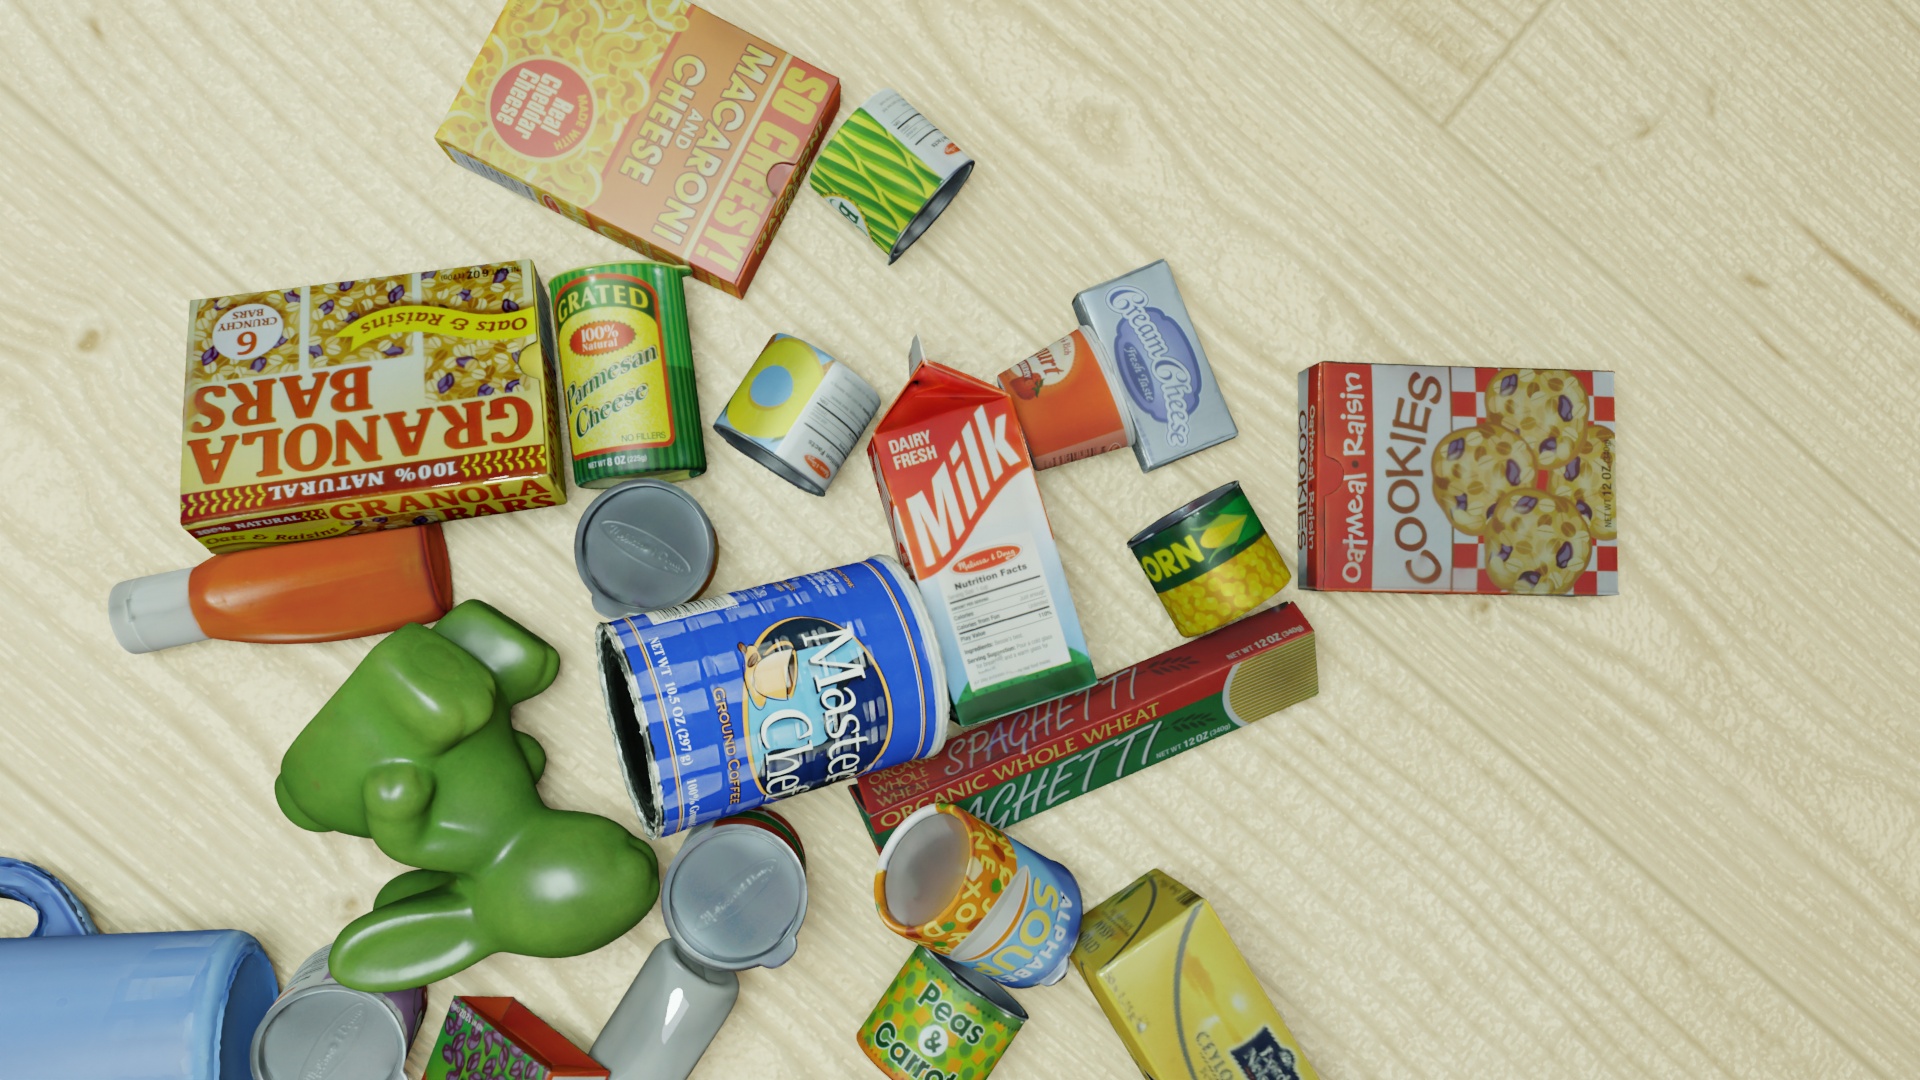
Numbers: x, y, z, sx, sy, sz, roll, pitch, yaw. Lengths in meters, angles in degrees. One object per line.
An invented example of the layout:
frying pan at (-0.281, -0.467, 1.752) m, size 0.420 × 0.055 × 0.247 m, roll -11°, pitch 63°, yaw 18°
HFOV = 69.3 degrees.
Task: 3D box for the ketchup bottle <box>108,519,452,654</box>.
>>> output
ketchup bottle at (-0.330, 0.022, 0.677) m, size 0.149 × 0.043 × 0.065 m, roll -12°, pitch 81°, yaw -7°

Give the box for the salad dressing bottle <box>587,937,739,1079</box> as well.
salad dressing bottle at (-0.164, 0.266, 0.673) m, size 0.044 × 0.064 × 0.147 m, roll 32°, pitch 91°, yaw -24°

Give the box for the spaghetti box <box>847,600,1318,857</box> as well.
spaghetti box at (0.067, 0.101, 0.714) m, size 0.250 × 0.029 × 0.050 m, roll -21°, pitch 128°, yaw -8°

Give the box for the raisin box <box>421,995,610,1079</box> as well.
raisin box at (-0.224, 0.290, 0.651) m, size 0.086 × 0.040 × 0.123 m, roll 15°, pitch 82°, yaw 38°

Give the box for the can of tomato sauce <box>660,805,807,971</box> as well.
can of tomato sauce at (-0.106, 0.166, 0.673) m, size 0.071 × 0.083 × 0.071 m, roll 0°, pitch 86°, yaw -7°

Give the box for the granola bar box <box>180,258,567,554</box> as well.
granola bar box at (-0.282, -0.067, 0.672) m, size 0.166 × 0.039 × 0.124 m, roll -9°, pitch 66°, yaw -7°

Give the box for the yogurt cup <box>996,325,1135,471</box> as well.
yogurt cup at (0.053, -0.071, 0.720) m, size 0.054 × 0.072 × 0.072 m, roll -23°, pitch 89°, yaw 1°

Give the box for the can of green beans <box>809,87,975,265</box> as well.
can of green beans at (-0.036, -0.189, 0.716) m, size 0.058 × 0.071 × 0.071 m, roll 41°, pitch 83°, yaw -2°

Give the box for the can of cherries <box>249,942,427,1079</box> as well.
can of cherries at (-0.289, 0.231, 0.655) m, size 0.071 × 0.058 × 0.071 m, roll -1°, pitch 96°, yaw -11°

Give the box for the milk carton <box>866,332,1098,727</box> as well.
milk carton at (0.003, -0.009, 0.704) m, size 0.073 × 0.072 × 0.190 m, roll -17°, pitch 89°, yaw -7°

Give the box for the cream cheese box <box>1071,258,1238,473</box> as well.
cream cheese box at (0.104, -0.093, 0.746) m, size 0.053 × 0.024 × 0.104 m, roll -22°, pitch 89°, yaw -8°

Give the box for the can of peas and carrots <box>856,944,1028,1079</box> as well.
can of peas and carrots at (-0.009, 0.240, 0.685) m, size 0.071 × 0.071 × 0.059 m, roll 36°, pitch 84°, yaw -3°

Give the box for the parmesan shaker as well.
parmesan shaker at (-0.162, -0.081, 0.692) m, size 0.071 × 0.071 × 0.103 m, roll -8°, pitch 87°, yaw -7°

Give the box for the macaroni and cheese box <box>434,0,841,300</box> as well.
macaroni and cheese box at (-0.163, -0.216, 0.716) m, size 0.166 × 0.040 × 0.124 m, roll 26°, pitch 84°, yaw -4°

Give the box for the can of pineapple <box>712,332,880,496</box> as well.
can of pineapple at (-0.083, -0.064, 0.702) m, size 0.071 × 0.071 × 0.058 m, roll 32°, pitch 82°, yaw -4°

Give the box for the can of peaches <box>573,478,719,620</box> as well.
can of peaches at (-0.156, 0.007, 0.692) m, size 0.071 × 0.058 × 0.071 m, roll 0°, pitch 87°, yaw -7°

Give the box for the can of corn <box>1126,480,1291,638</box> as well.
can of corn at (0.127, 0.011, 0.719) m, size 0.071 × 0.071 × 0.058 m, roll -30°, pitch 91°, yaw -8°

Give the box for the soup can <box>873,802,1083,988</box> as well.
soup can at (0.010, 0.175, 0.675) m, size 0.083 × 0.071 × 0.071 m, roll 37°, pitch 82°, yaw -36°

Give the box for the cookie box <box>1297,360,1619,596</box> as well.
cookie box at (0.268, -0.032, 0.752) m, size 0.168 × 0.040 × 0.123 m, roll 1°, pitch 86°, yaw -6°
